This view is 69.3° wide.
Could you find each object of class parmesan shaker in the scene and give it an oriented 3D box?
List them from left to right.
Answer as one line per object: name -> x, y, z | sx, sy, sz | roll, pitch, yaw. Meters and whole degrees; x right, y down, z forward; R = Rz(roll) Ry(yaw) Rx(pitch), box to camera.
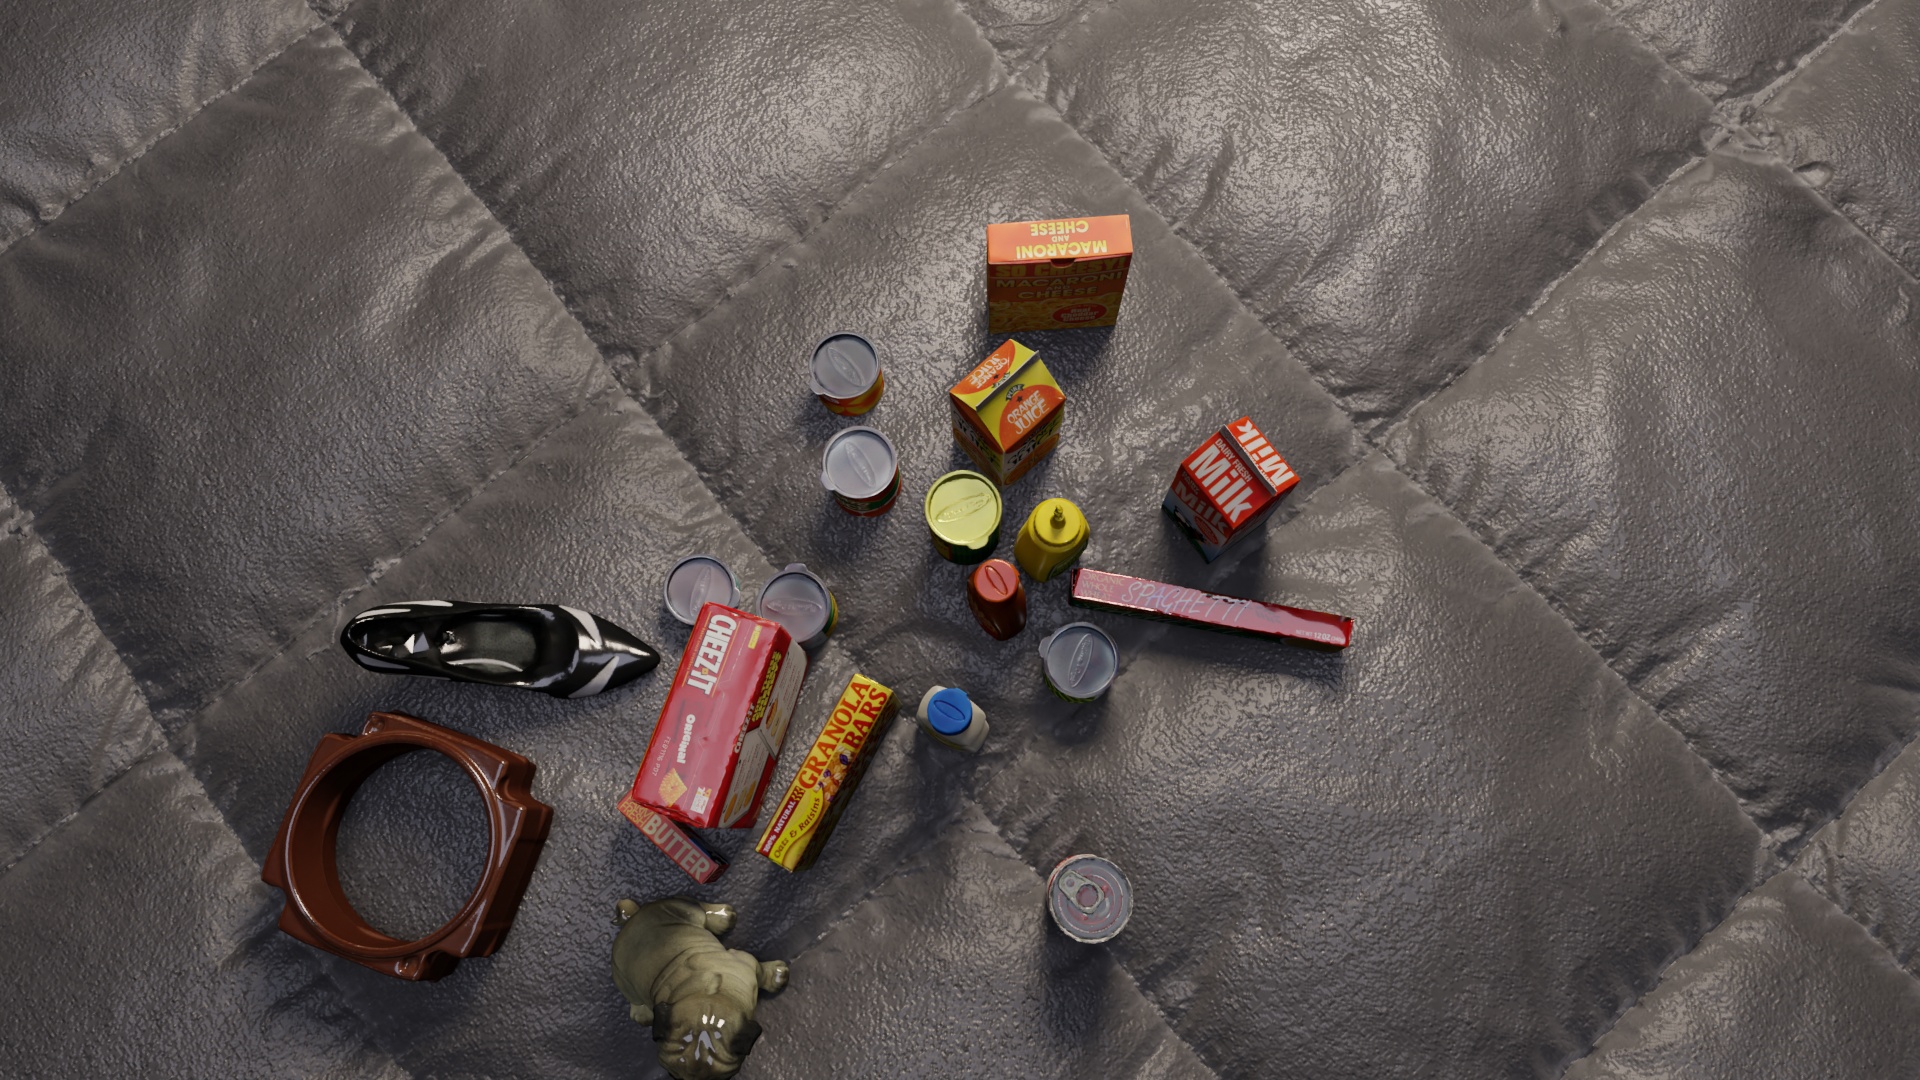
parmesan shaker -> 0.004, -0.015, 1.234 | 0.071, 0.103, 0.071 | 0, 78, 1

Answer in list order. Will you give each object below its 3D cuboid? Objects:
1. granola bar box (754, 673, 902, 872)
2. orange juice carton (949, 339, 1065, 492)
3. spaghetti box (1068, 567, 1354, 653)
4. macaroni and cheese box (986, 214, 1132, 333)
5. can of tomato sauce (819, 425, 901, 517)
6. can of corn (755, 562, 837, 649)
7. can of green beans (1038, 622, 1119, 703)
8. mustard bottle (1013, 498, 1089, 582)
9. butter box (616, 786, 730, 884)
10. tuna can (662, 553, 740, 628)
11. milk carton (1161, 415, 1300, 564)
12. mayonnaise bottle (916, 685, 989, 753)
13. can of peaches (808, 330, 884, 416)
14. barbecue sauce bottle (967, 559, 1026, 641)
granola bar box -> -0.109, 0.197, 1.178 | 0.039, 0.124, 0.166 | 28, 80, 7
orange juice carton -> 0.040, -0.111, 1.208 | 0.072, 0.192, 0.073 | -41, 80, -7
spaghetti box -> 0.219, 0.063, 1.240 | 0.250, 0.050, 0.029 | 10, 78, 3
macaroni and cheese box -> 0.085, -0.236, 1.248 | 0.124, 0.166, 0.040 | -4, 78, 0
can of tomato sauce -> -0.089, -0.059, 1.255 | 0.071, 0.083, 0.071 | 0, 78, 1
can of corn -> -0.145, 0.060, 1.243 | 0.071, 0.058, 0.071 | 0, 78, 1
can of green beans -> 0.105, 0.109, 1.228 | 0.071, 0.057, 0.071 | 0, 78, 1
mustard bottle -> 0.081, -0.005, 1.201 | 0.065, 0.160, 0.049 | -40, 80, -7
butter box -> -0.249, 0.256, 1.204 | 0.103, 0.053, 0.024 | 40, 82, 9
tuna can -> -0.231, 0.048, 1.260 | 0.071, 0.032, 0.071 | 0, 78, 1
milk carton -> 0.231, -0.045, 1.191 | 0.073, 0.190, 0.072 | -36, 80, -6
mayonnaise bottle -> -0.008, 0.150, 1.174 | 0.065, 0.148, 0.041 | 29, 80, 7
can of peaches -> -0.107, -0.153, 1.289 | 0.071, 0.058, 0.071 | 0, 78, 1
barbecue sauce bottle -> 0.031, 0.047, 1.196 | 0.044, 0.148, 0.065 | -32, 79, -5
